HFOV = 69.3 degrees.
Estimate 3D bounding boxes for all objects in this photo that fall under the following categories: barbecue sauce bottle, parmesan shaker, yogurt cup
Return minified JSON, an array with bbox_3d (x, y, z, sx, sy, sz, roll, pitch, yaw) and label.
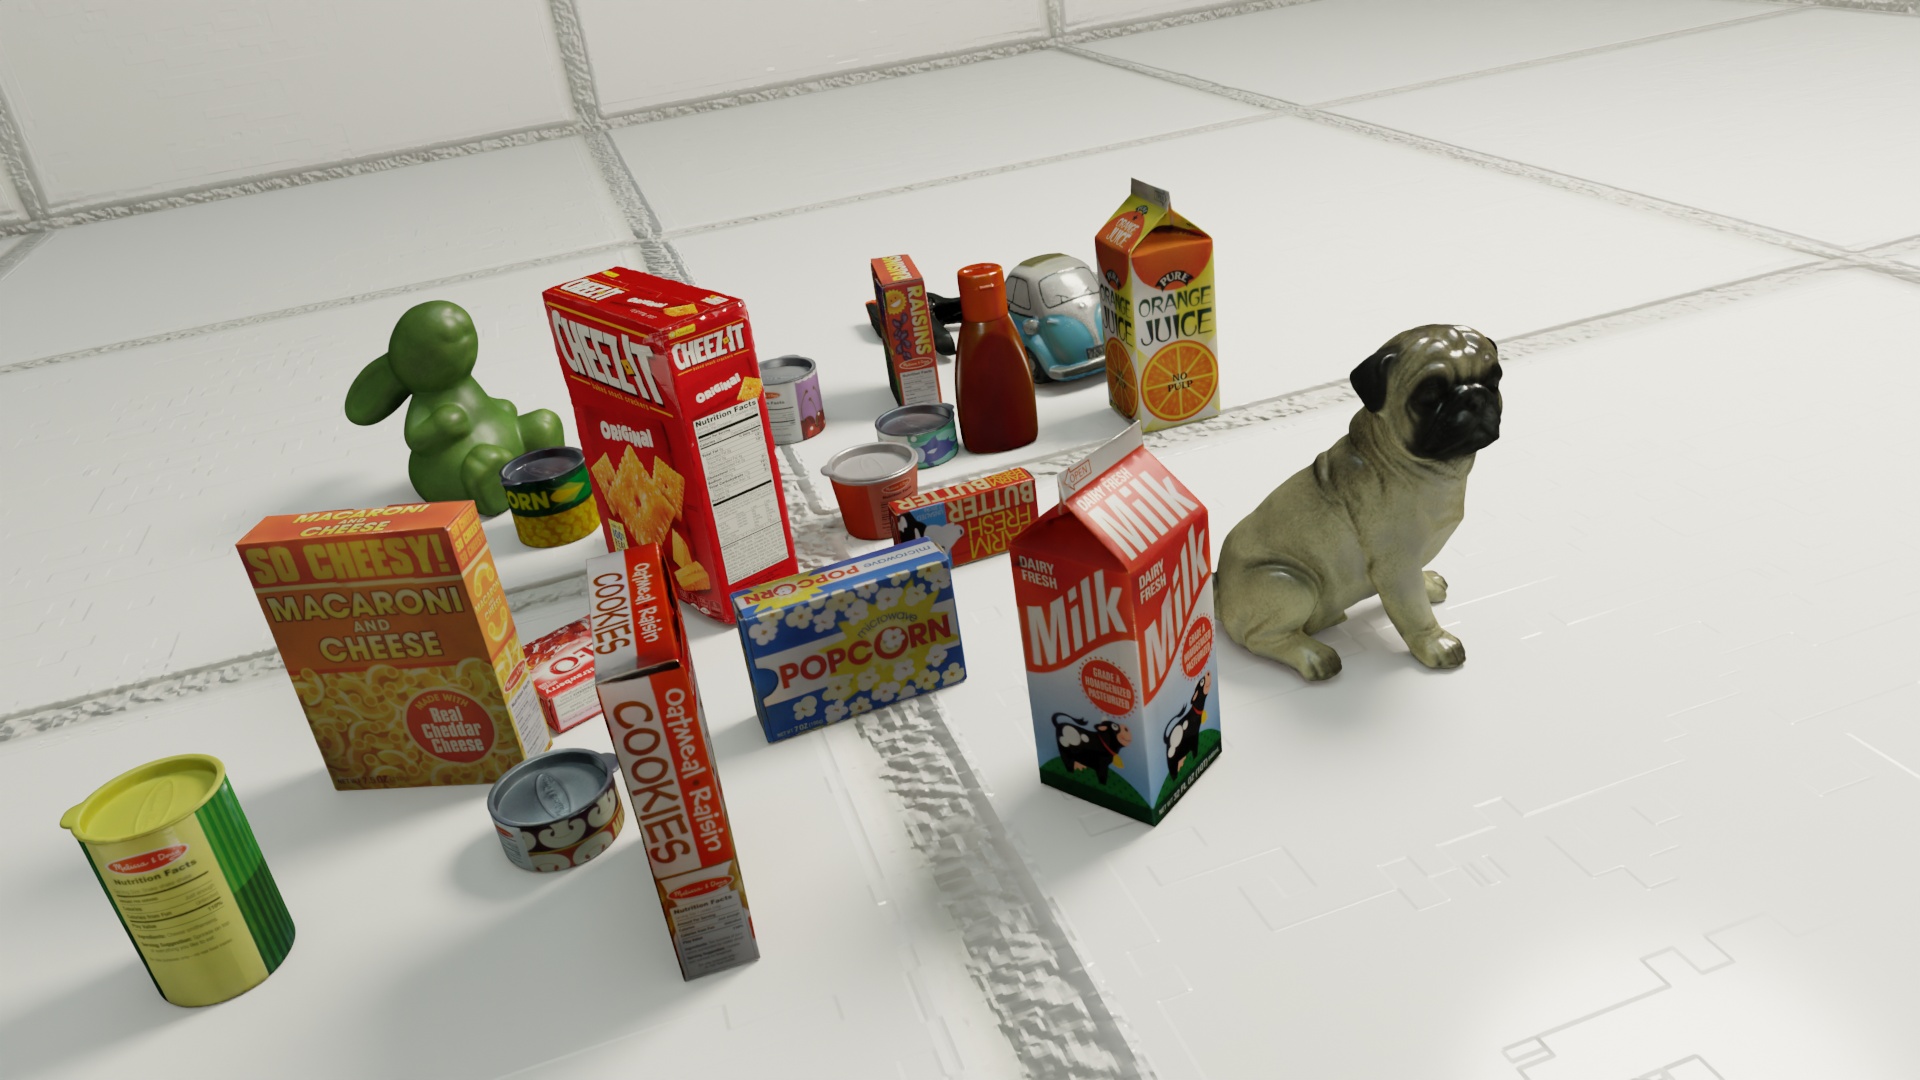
[{"bbox_3d":[0.024,-0.146,1.111,0.065,0.147,0.044,-12,27,-8],"label":"barbecue sauce bottle"},{"bbox_3d":[-0.375,0.164,0.670,0.071,0.102,0.071,-6,27,3],"label":"parmesan shaker"},{"bbox_3d":[-0.062,-0.036,1.026,0.072,0.053,0.073,-6,27,3],"label":"yogurt cup"}]

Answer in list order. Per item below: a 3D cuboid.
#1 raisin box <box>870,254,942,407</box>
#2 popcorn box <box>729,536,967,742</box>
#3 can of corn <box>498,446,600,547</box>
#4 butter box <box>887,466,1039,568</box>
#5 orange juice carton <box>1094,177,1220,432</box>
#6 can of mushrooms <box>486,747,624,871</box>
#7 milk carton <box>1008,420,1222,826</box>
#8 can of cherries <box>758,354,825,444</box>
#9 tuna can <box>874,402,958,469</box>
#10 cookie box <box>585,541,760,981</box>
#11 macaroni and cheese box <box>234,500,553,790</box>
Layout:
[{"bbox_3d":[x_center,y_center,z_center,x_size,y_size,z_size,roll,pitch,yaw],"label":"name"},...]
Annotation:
[{"bbox_3d":[-0.049,-0.182,1.229,0.040,0.122,0.086,-11,27,-6],"label":"raisin box"},{"bbox_3d":[-0.064,0.057,0.813,0.127,0.084,0.038,-16,28,-16],"label":"popcorn box"},{"bbox_3d":[-0.321,-0.033,1.086,0.071,0.058,0.071,-6,27,3],"label":"can of corn"},{"bbox_3d":[0.003,-0.012,0.963,0.104,0.053,0.024,-16,28,-15],"label":"butter box"},{"bbox_3d":[0.158,-0.191,1.116,0.073,0.191,0.072,-14,27,-12],"label":"orange juice carton"},{"bbox_3d":[-0.213,0.143,0.744,0.071,0.033,0.071,-6,27,3],"label":"can of mushrooms"},{"bbox_3d":[0.078,0.039,0.695,0.073,0.189,0.073,14,34,37],"label":"milk carton"},{"bbox_3d":[-0.153,-0.124,1.215,0.071,0.058,0.072,-6,27,3],"label":"can of cherries"},{"bbox_3d":[-0.033,-0.086,1.138,0.071,0.032,0.071,-6,27,3],"label":"tuna can"},{"bbox_3d":[-0.137,0.101,0.658,0.040,0.166,0.123,-14,28,-11],"label":"cookie box"},{"bbox_3d":[-0.315,0.061,0.784,0.124,0.165,0.040,-4,27,7],"label":"macaroni and cheese box"}]
